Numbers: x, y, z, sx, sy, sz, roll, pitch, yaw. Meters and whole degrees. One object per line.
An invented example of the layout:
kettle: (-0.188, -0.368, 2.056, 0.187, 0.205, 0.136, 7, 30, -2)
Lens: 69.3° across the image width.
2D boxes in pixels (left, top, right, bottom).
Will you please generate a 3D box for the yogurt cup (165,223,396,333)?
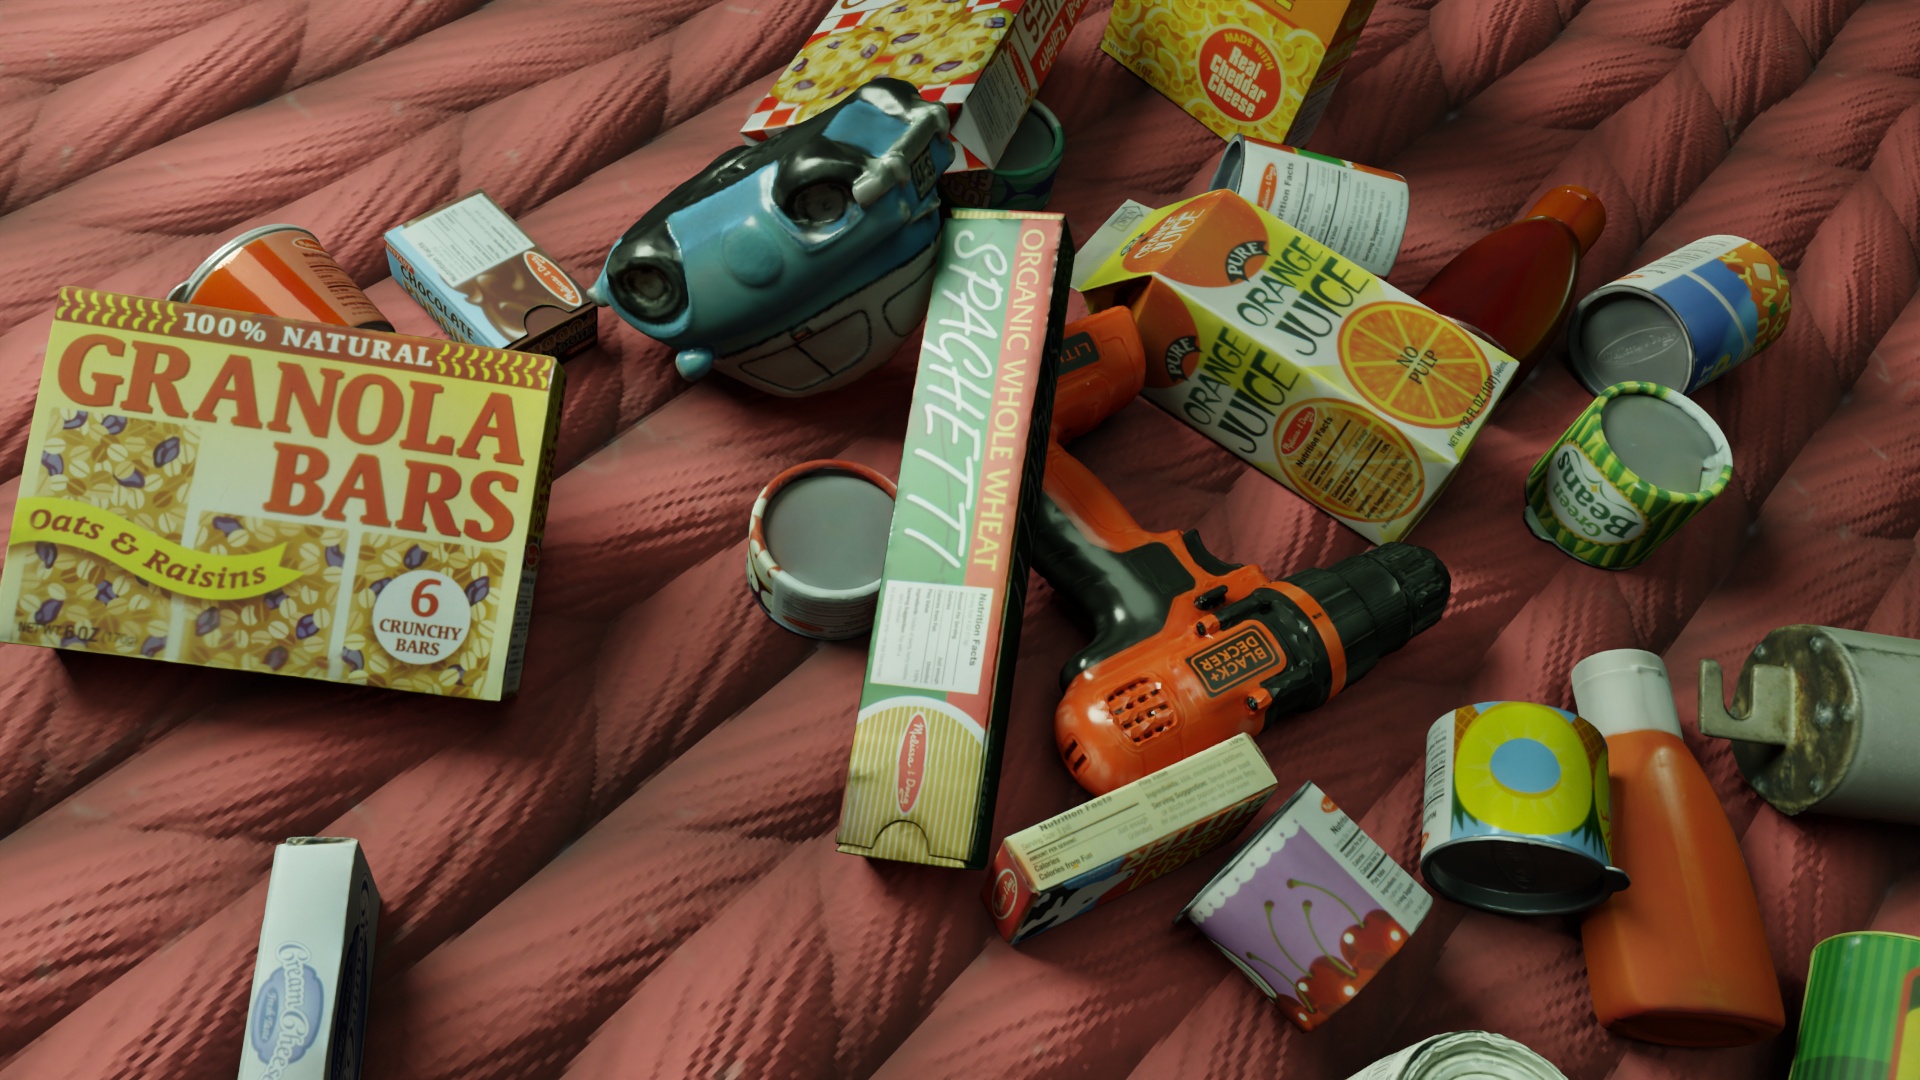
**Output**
yogurt cup: (-0.260, -0.081, 0.543, 0.054, 0.072, 0.073, 40, 59, 5)

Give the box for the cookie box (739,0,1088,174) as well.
cookie box: (-0.014, -0.239, 0.674, 0.123, 0.040, 0.168, 3, 50, 30)

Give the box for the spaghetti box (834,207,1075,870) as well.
spaghetti box: (0.002, -0.006, 0.516, 0.050, 0.028, 0.250, 5, 74, 16)

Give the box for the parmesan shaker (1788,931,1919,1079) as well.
parmesan shaker: (0.328, 0.201, 0.483, 0.071, 0.071, 0.103, 30, 57, 8)

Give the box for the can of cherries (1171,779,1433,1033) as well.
can of cherries: (0.119, 0.130, 0.487, 0.072, 0.071, 0.058, -37, 73, -29)

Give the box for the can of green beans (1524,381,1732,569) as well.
can of green beans: (0.301, -0.029, 0.628, 0.071, 0.057, 0.071, 5, 57, -8)

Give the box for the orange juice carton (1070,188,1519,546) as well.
orange juice carton: (0.138, -0.087, 0.622, 0.193, 0.072, 0.072, 34, 58, 11)

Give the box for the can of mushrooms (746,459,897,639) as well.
can of mushrooms: (-0.051, 0.001, 0.551, 0.071, 0.033, 0.071, 5, 58, -8)

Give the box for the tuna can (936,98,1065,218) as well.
tuna can: (0.015, -0.190, 0.686, 0.071, 0.032, 0.071, 6, 57, -8)

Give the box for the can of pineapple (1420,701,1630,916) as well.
can of pineapple: (0.210, 0.101, 0.521, 0.071, 0.070, 0.058, 17, 56, -1)

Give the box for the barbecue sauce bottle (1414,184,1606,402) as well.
barbecue sauce bottle: (0.278, -0.129, 0.695, 0.065, 0.043, 0.149, 31, 56, 23)

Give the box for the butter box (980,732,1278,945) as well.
butter box: (0.060, 0.106, 0.495, 0.104, 0.052, 0.024, -19, 61, -23)

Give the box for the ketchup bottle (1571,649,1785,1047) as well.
ketchup bottle: (0.268, 0.115, 0.538, 0.065, 0.043, 0.149, 10, 56, -6)

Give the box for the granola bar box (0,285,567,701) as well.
granola bar box: (-0.233, -0.014, 0.490, 0.166, 0.039, 0.124, 8, 85, -7)

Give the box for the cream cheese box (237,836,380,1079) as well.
cream cheese box: (-0.195, 0.147, 0.416, 0.024, 0.053, 0.104, 1, 58, -13)

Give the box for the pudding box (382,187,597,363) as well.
pudding box: (-0.199, -0.107, 0.591, 0.084, 0.030, 0.050, 43, 59, 16)

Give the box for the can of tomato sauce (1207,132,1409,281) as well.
can of tomato sauce: (0.165, -0.155, 0.677, 0.083, 0.070, 0.071, 13, 57, -4)

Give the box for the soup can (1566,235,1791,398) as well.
soup can: (0.355, -0.104, 0.684, 0.084, 0.071, 0.071, -25, 66, -25)

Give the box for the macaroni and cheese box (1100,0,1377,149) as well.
macaroni and cheese box: (0.147, -0.286, 0.695, 0.124, 0.165, 0.040, 42, 60, 15)
